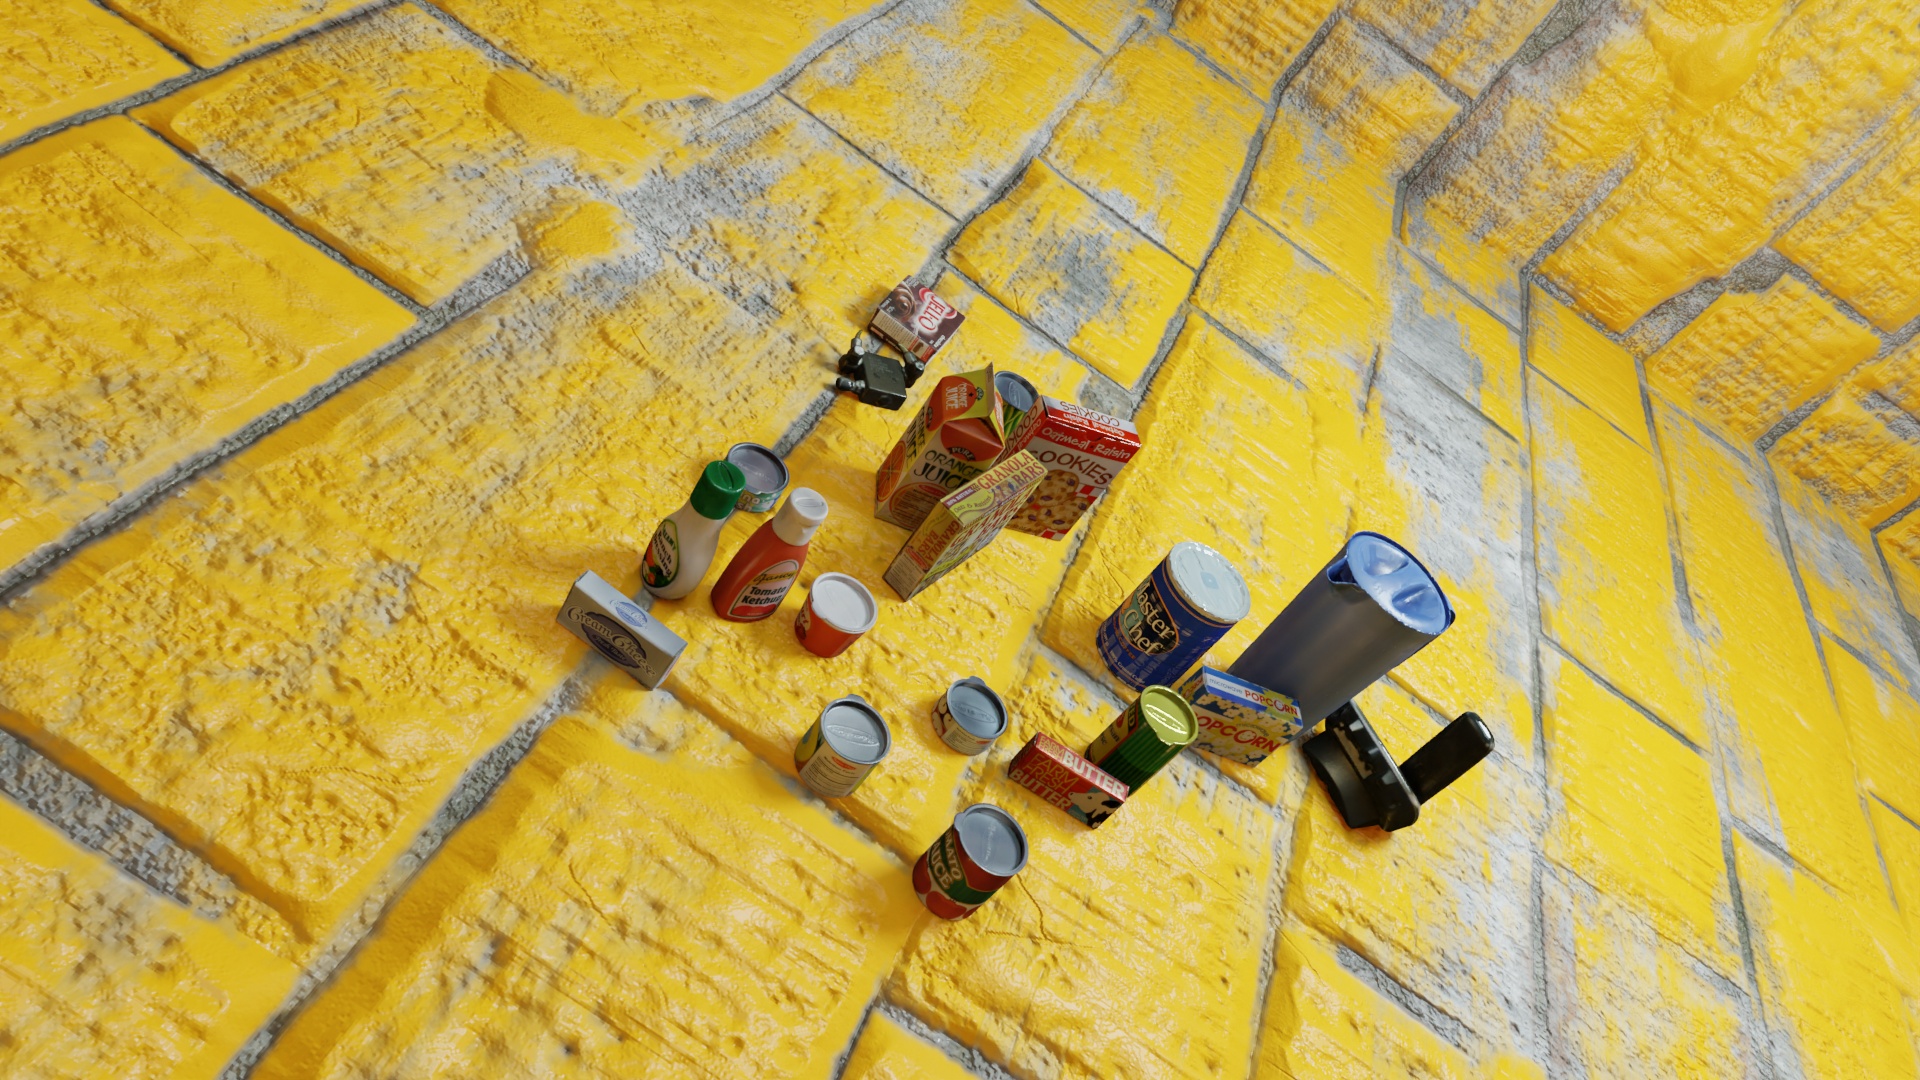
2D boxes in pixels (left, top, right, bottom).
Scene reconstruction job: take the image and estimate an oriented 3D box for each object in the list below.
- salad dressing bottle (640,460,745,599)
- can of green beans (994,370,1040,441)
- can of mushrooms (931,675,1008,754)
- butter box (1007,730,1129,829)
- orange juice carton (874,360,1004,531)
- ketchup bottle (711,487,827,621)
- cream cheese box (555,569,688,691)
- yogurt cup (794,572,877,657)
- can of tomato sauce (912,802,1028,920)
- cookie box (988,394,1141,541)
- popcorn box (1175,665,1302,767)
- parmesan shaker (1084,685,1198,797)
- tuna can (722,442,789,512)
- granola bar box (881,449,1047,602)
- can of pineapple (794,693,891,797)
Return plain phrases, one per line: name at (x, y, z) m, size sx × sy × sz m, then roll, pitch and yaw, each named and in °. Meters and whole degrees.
salad dressing bottle at (-0.230, -0.009, 1.198) m, size 0.044 × 0.147 × 0.064 m, roll 0°, pitch 52°, yaw -39°
can of green beans at (0.053, -0.158, 1.644) m, size 0.071 × 0.057 × 0.071 m, roll 22°, pitch 41°, yaw -20°
can of mushrooms at (0.009, 0.164, 1.303) m, size 0.071 × 0.033 × 0.071 m, roll 22°, pitch 41°, yaw -20°
butter box at (0.100, 0.225, 1.298) m, size 0.103 × 0.053 × 0.024 m, roll 33°, pitch 38°, yaw -6°
orange juice carton at (-0.013, -0.096, 1.420) m, size 0.073 × 0.191 × 0.072 m, roll 21°, pitch 41°, yaw -21°
ketchup bottle at (-0.165, 0.013, 1.226) m, size 0.065 × 0.148 × 0.044 m, roll 0°, pitch 52°, yaw -39°
cream cheese box at (-0.281, 0.075, 1.149) m, size 0.104 × 0.053 × 0.024 m, roll 37°, pitch 38°, yaw -1°
yogurt cup at (-0.118, 0.071, 1.281) m, size 0.072 × 0.053 × 0.073 m, roll 22°, pitch 41°, yaw -20°
can of tomato sauce at (0.006, 0.268, 1.155) m, size 0.071 × 0.082 × 0.071 m, roll 22°, pitch 41°, yaw -20°
cookie box at (0.099, -0.075, 1.508) m, size 0.123 × 0.166 × 0.040 m, roll 14°, pitch 44°, yaw -28°
popcorn box at (0.282, 0.185, 1.455) m, size 0.127 × 0.084 × 0.038 m, roll 21°, pitch 41°, yaw -20°
parmesan shaker at (0.172, 0.197, 1.342) m, size 0.071 × 0.102 × 0.072 m, roll 22°, pitch 41°, yaw -20°
tuna can at (-0.205, -0.060, 1.362) m, size 0.071 × 0.032 × 0.071 m, roll 22°, pitch 41°, yaw -20°
granola bar box at (0.005, -0.018, 1.411) m, size 0.039 × 0.123 × 0.166 m, roll 45°, pitch 38°, yaw 9°
can of pineapple at (-0.100, 0.176, 1.185) m, size 0.071 × 0.057 × 0.071 m, roll 22°, pitch 41°, yaw -20°
